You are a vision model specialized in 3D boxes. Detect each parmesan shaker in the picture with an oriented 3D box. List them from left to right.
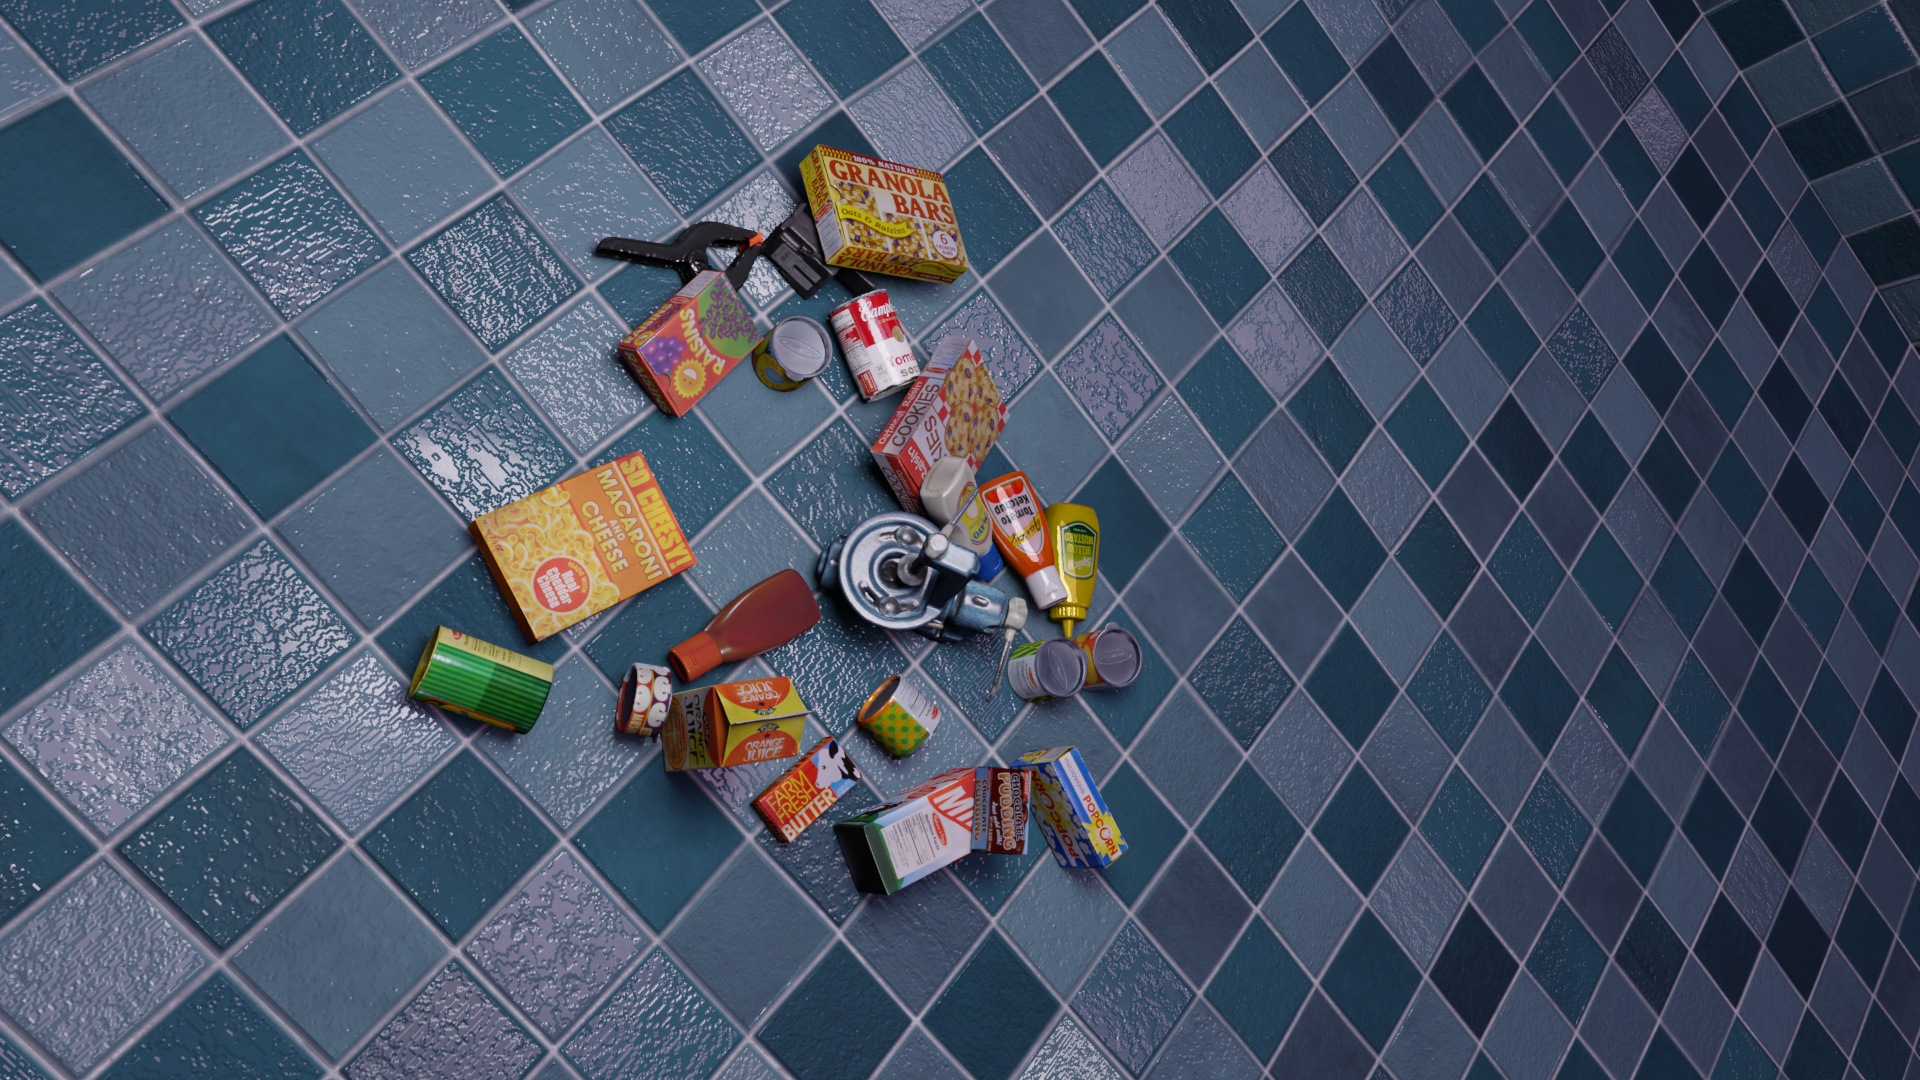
[{"bbox_3d":[-0.413,0.123,1.200,0.103,0.071,0.071,25,68,-24],"label":"parmesan shaker"}]

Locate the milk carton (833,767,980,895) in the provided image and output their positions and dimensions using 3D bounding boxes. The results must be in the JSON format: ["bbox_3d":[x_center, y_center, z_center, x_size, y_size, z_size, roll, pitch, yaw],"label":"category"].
[{"bbox_3d":[-0.021,0.280,1.390,0.191,0.072,0.073,-20,91,-31],"label":"milk carton"}]

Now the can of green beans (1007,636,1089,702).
[{"bbox_3d":[0.093,0.140,1.495,0.071,0.057,0.071,7,76,-28],"label":"can of green beans"}]

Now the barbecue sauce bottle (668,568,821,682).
[{"bbox_3d":[-0.210,0.086,1.342,0.149,0.043,0.065,-31,95,-31],"label":"barbecue sauce bottle"}]

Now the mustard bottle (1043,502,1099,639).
[{"bbox_3d":[0.121,0.040,1.539,0.065,0.048,0.160,7,75,-23],"label":"mustard bottle"}]

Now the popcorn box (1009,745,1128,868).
[{"bbox_3d":[0.113,0.280,1.459,0.038,0.085,0.126,-29,94,-32],"label":"popcorn box"}]

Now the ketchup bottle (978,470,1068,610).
[{"bbox_3d":[0.070,0.002,1.504,0.065,0.043,0.149,-23,79,-12],"label":"ketchup bottle"}]

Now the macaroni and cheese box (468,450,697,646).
[{"bbox_3d":[-0.347,0.005,1.284,0.167,0.040,0.123,-28,93,-31],"label":"macaroni and cheese box"}]

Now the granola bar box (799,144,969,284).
[{"bbox_3d":[-0.077,-0.339,1.451,0.166,0.039,0.124,1,65,-41],"label":"granola bar box"}]

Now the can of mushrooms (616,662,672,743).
[{"bbox_3d":[-0.289,0.148,1.268,0.033,0.071,0.071,14,73,-26],"label":"can of mushrooms"}]

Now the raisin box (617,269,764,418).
[{"bbox_3d":[-0.261,-0.193,1.355,0.124,0.040,0.085,-48,132,-25],"label":"raisin box"}]

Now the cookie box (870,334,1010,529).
[{"bbox_3d":[-0.018,-0.113,1.465,0.168,0.040,0.122,-59,143,-26],"label":"cookie box"}]

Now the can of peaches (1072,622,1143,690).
[{"bbox_3d":[0.158,0.129,1.536,0.071,0.058,0.071,7,75,-28],"label":"can of peaches"}]

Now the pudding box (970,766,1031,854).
[{"bbox_3d":[0.041,0.266,1.368,0.050,0.030,0.084,13,74,-30],"label":"pudding box"}]

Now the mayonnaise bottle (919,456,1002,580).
[{"bbox_3d":[0.005,-0.018,1.451,0.065,0.041,0.147,-61,143,-31],"label":"mayonnaise bottle"}]

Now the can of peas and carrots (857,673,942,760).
[{"bbox_3d":[-0.063,0.178,1.394,0.058,0.070,0.071,45,61,-14],"label":"can of peas and carrots"}]

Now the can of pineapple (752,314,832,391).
[{"bbox_3d":[-0.173,-0.189,1.417,0.071,0.057,0.071,7,76,-28],"label":"can of pineapple"}]

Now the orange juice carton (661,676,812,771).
[{"bbox_3d":[-0.203,0.164,1.241,0.072,0.192,0.073,-3,82,-31],"label":"orange juice carton"}]

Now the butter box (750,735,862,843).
[{"bbox_3d":[-0.149,0.242,1.353,0.104,0.024,0.053,-39,100,-30],"label":"butter box"}]
